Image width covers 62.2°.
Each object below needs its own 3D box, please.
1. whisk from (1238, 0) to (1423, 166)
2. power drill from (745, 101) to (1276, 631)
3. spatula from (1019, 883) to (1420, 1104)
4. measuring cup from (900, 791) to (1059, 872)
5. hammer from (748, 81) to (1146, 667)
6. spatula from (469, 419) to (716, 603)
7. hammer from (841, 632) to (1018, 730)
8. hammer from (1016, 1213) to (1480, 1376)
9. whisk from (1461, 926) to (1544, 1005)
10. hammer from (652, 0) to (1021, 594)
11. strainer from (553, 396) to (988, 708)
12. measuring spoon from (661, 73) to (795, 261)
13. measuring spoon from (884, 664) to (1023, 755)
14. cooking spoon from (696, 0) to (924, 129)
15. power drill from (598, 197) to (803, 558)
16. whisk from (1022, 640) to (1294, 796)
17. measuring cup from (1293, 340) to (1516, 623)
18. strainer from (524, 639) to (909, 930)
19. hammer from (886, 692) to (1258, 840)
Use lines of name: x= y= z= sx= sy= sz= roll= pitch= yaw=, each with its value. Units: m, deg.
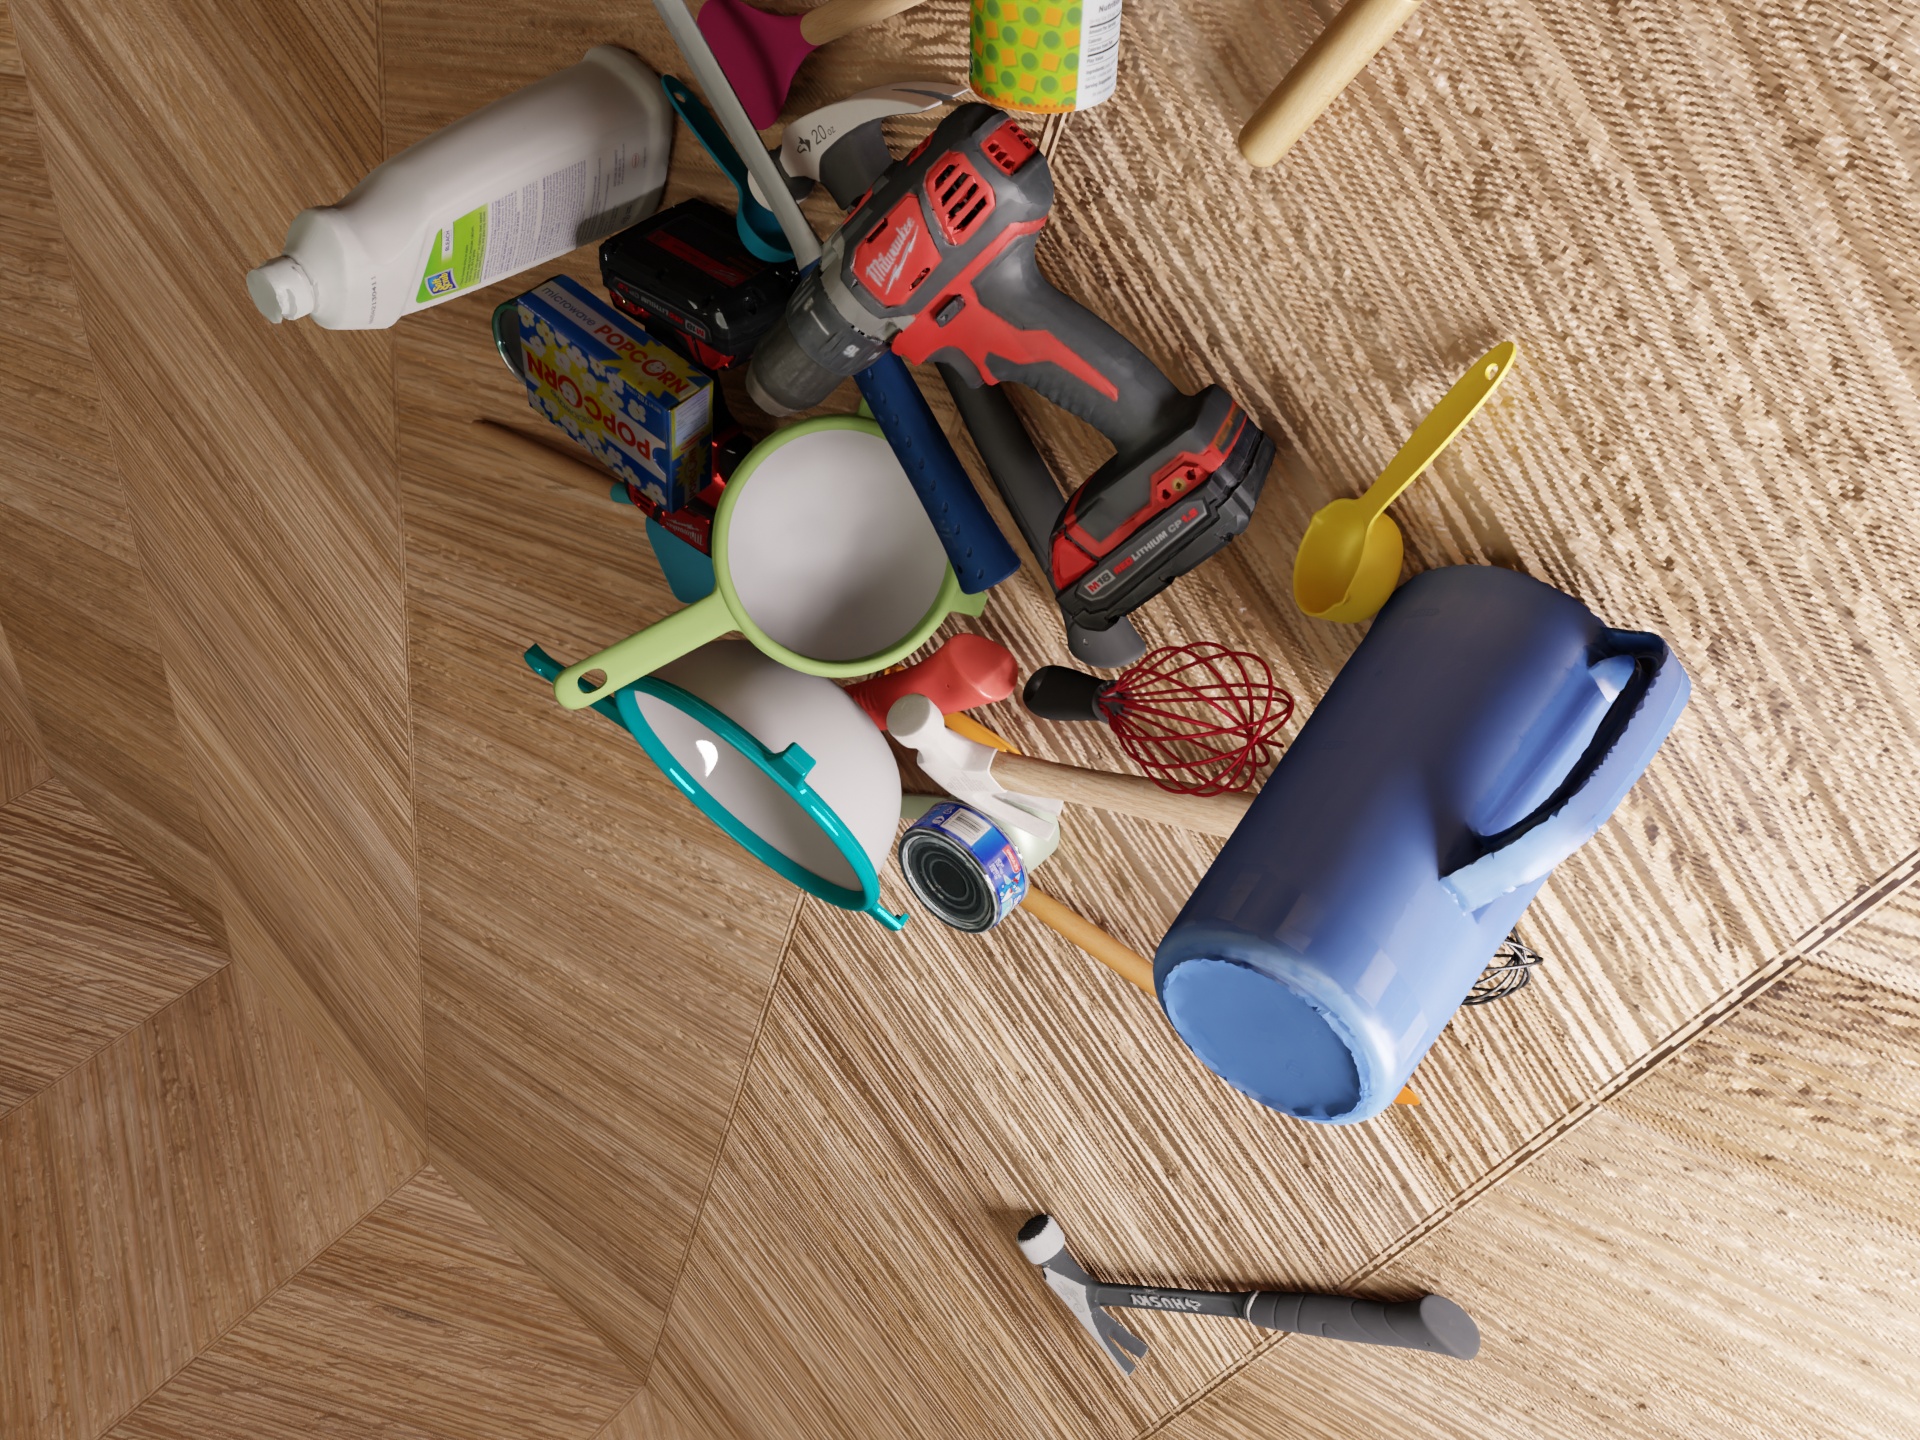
whisk: x=0.172 y=-0.287 z=0.577 sx=0.051 sy=0.047 sz=0.245 roll=49 pitch=147 yaw=0
power drill: x=0.018 y=-0.151 z=0.760 sx=0.226 sy=0.080 sz=0.188 roll=45 pitch=128 yaw=-12
spatula: x=0.138 y=0.165 z=1.011 sx=0.323 sy=0.041 sz=0.081 roll=31 pitch=174 yaw=35
measuring cup: x=-0.008 y=0.069 z=1.079 sx=0.168 sy=0.038 sz=0.083 roll=0 pitch=121 yaw=44
hammer: x=0.013 y=-0.175 z=0.849 sx=0.146 sy=0.035 sz=0.334 roll=-12 pitch=112 yaw=51
spatula: x=-0.262 y=-0.160 z=1.139 sx=0.318 sy=0.082 sz=0.044 roll=27 pitch=122 yaw=36
hammer: x=-0.078 y=0.004 z=1.083 sx=0.359 sy=0.037 sz=0.149 roll=-12 pitch=115 yaw=53
hammer: x=0.207 y=0.439 z=1.181 sx=0.409 sy=0.036 sz=0.149 roll=-20 pitch=107 yaw=52
whisk: x=0.220 y=0.135 z=0.893 sx=0.239 sy=0.055 sz=0.055 roll=-15 pitch=109 yaw=55
hammer: x=-0.078 y=-0.247 z=0.815 sx=0.144 sy=0.035 sz=0.405 roll=-7 pitch=117 yaw=57
strainer: x=-0.122 y=-0.079 z=0.928 sx=0.151 sy=0.256 sz=0.069 roll=64 pitch=169 yaw=-18
measuring spoon: x=-0.133 y=-0.305 z=0.888 sx=0.021 sy=0.042 sz=0.128 roll=-40 pitch=82 yaw=41
measuring spoon: x=-0.002 y=-0.003 z=1.037 sx=0.117 sy=0.011 sz=0.021 roll=34 pitch=144 yaw=16
cooking spoon: x=-0.057 y=-0.328 z=0.743 sx=0.319 sy=0.017 sz=0.068 roll=18 pitch=138 yaw=58
power drill: x=-0.147 y=-0.189 z=0.973 sx=0.143 sy=0.078 sz=0.219 roll=33 pitch=143 yaw=22
whisk: x=0.083 y=-0.007 z=0.801 sx=0.073 sy=0.073 sz=0.296 roll=59 pitch=169 yaw=-12
measuring cup: x=0.204 y=-0.104 z=0.712 sx=0.029 sy=0.062 sz=0.156 roll=16 pitch=134 yaw=-21
strainer: x=-0.156 y=-0.006 z=1.040 sx=0.341 sy=0.095 sz=0.210 roll=28 pitch=157 yaw=35
hammer: x=0.120 y=0.048 z=0.904 sx=0.331 sy=0.031 sz=0.129 roll=10 pitch=157 yaw=33
